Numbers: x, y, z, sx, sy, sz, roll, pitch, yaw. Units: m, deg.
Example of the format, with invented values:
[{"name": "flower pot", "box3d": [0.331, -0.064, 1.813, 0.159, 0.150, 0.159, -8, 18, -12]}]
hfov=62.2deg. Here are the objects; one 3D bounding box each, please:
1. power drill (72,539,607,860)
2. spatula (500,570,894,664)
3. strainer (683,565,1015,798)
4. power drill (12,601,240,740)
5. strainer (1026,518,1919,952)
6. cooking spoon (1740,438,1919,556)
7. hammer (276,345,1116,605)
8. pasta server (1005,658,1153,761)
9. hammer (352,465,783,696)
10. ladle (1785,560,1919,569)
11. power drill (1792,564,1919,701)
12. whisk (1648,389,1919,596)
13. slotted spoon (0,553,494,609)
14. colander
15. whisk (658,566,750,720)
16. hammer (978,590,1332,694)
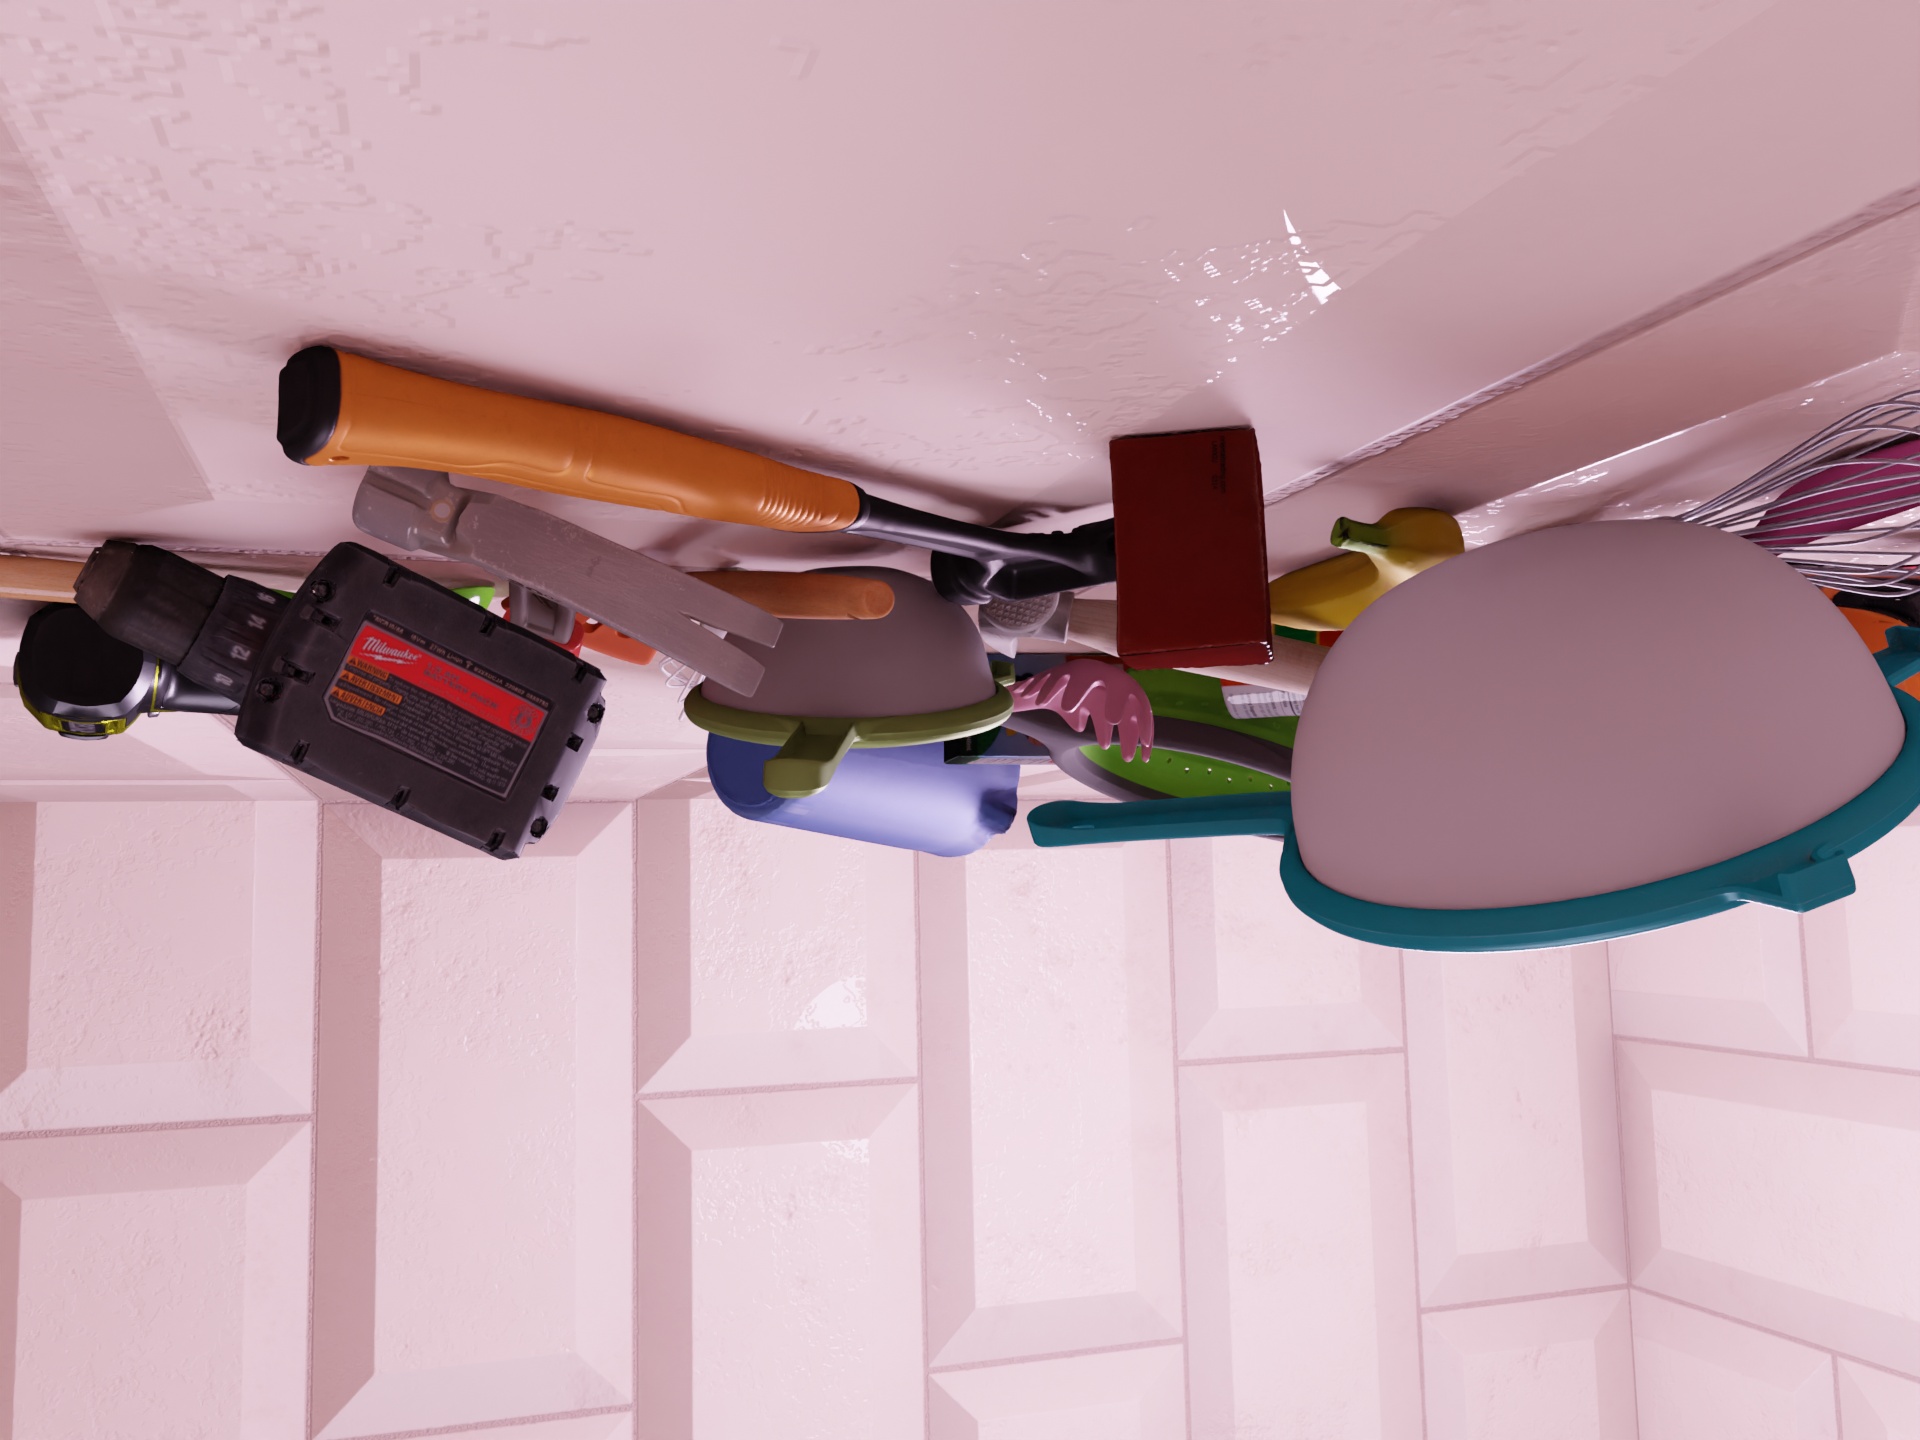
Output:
[{"name": "power drill", "box3d": [-0.257, -0.020, 0.645, 0.187, 0.080, 0.227, 30, 168, -28]}, {"name": "spatula", "box3d": [-0.110, -0.046, 0.665, 0.081, 0.041, 0.323, 24, 173, -30]}, {"name": "strainer", "box3d": [-0.053, -0.026, 0.674, 0.151, 0.069, 0.256, 1, -170, 2]}, {"name": "power drill", "box3d": [-0.406, -0.016, 0.906, 0.228, 0.080, 0.190, 5, 172, -28]}, {"name": "strainer", "box3d": [0.150, -0.005, 0.573, 0.340, 0.095, 0.211, -8, -163, 40]}, {"name": "cooking spoon", "box3d": [0.323, -0.064, 0.702, 0.068, 0.017, 0.319, 1, 166, -20]}, {"name": "hammer", "box3d": [-0.063, -0.079, 0.554, 0.127, 0.034, 0.336, -6, 173, 44]}, {"name": "pasta server", "box3d": [-0.001, -0.003, 0.871, 0.060, 0.040, 0.316, 31, 161, -28]}, {"name": "hammer", "box3d": [-0.179, -0.031, 0.710, 0.149, 0.037, 0.359, 25, 167, -11]}, {"name": "ladle", "box3d": [0.367, -0.072, 0.767, 0.315, 0.031, 0.069, 0, 175, 6]}, {"name": "power drill", "box3d": [0.305, 0.014, 0.638, 0.226, 0.084, 0.164, -24, -166, -12]}, {"name": "whisk", "box3d": [0.292, -0.073, 0.621, 0.070, 0.070, 0.284, 0, 178, -14]}, {"name": "slotted spoon", "box3d": [-0.372, -0.060, 0.724, 0.313, 0.031, 0.070, 4, 173, -30]}, {"name": "colander", "box3d": [0.091, -0.023, 0.972, 0.397, 0.094, 0.204, 20, 166, -17]}, {"name": "whisk", "box3d": [-0.133, -0.041, 0.867, 0.057, 0.059, 0.246, 28, 165, -7]}, {"name": "hammer", "box3d": [0.212, -0.017, 0.785, 0.410, 0.038, 0.146, 12, 176, 4]}]
